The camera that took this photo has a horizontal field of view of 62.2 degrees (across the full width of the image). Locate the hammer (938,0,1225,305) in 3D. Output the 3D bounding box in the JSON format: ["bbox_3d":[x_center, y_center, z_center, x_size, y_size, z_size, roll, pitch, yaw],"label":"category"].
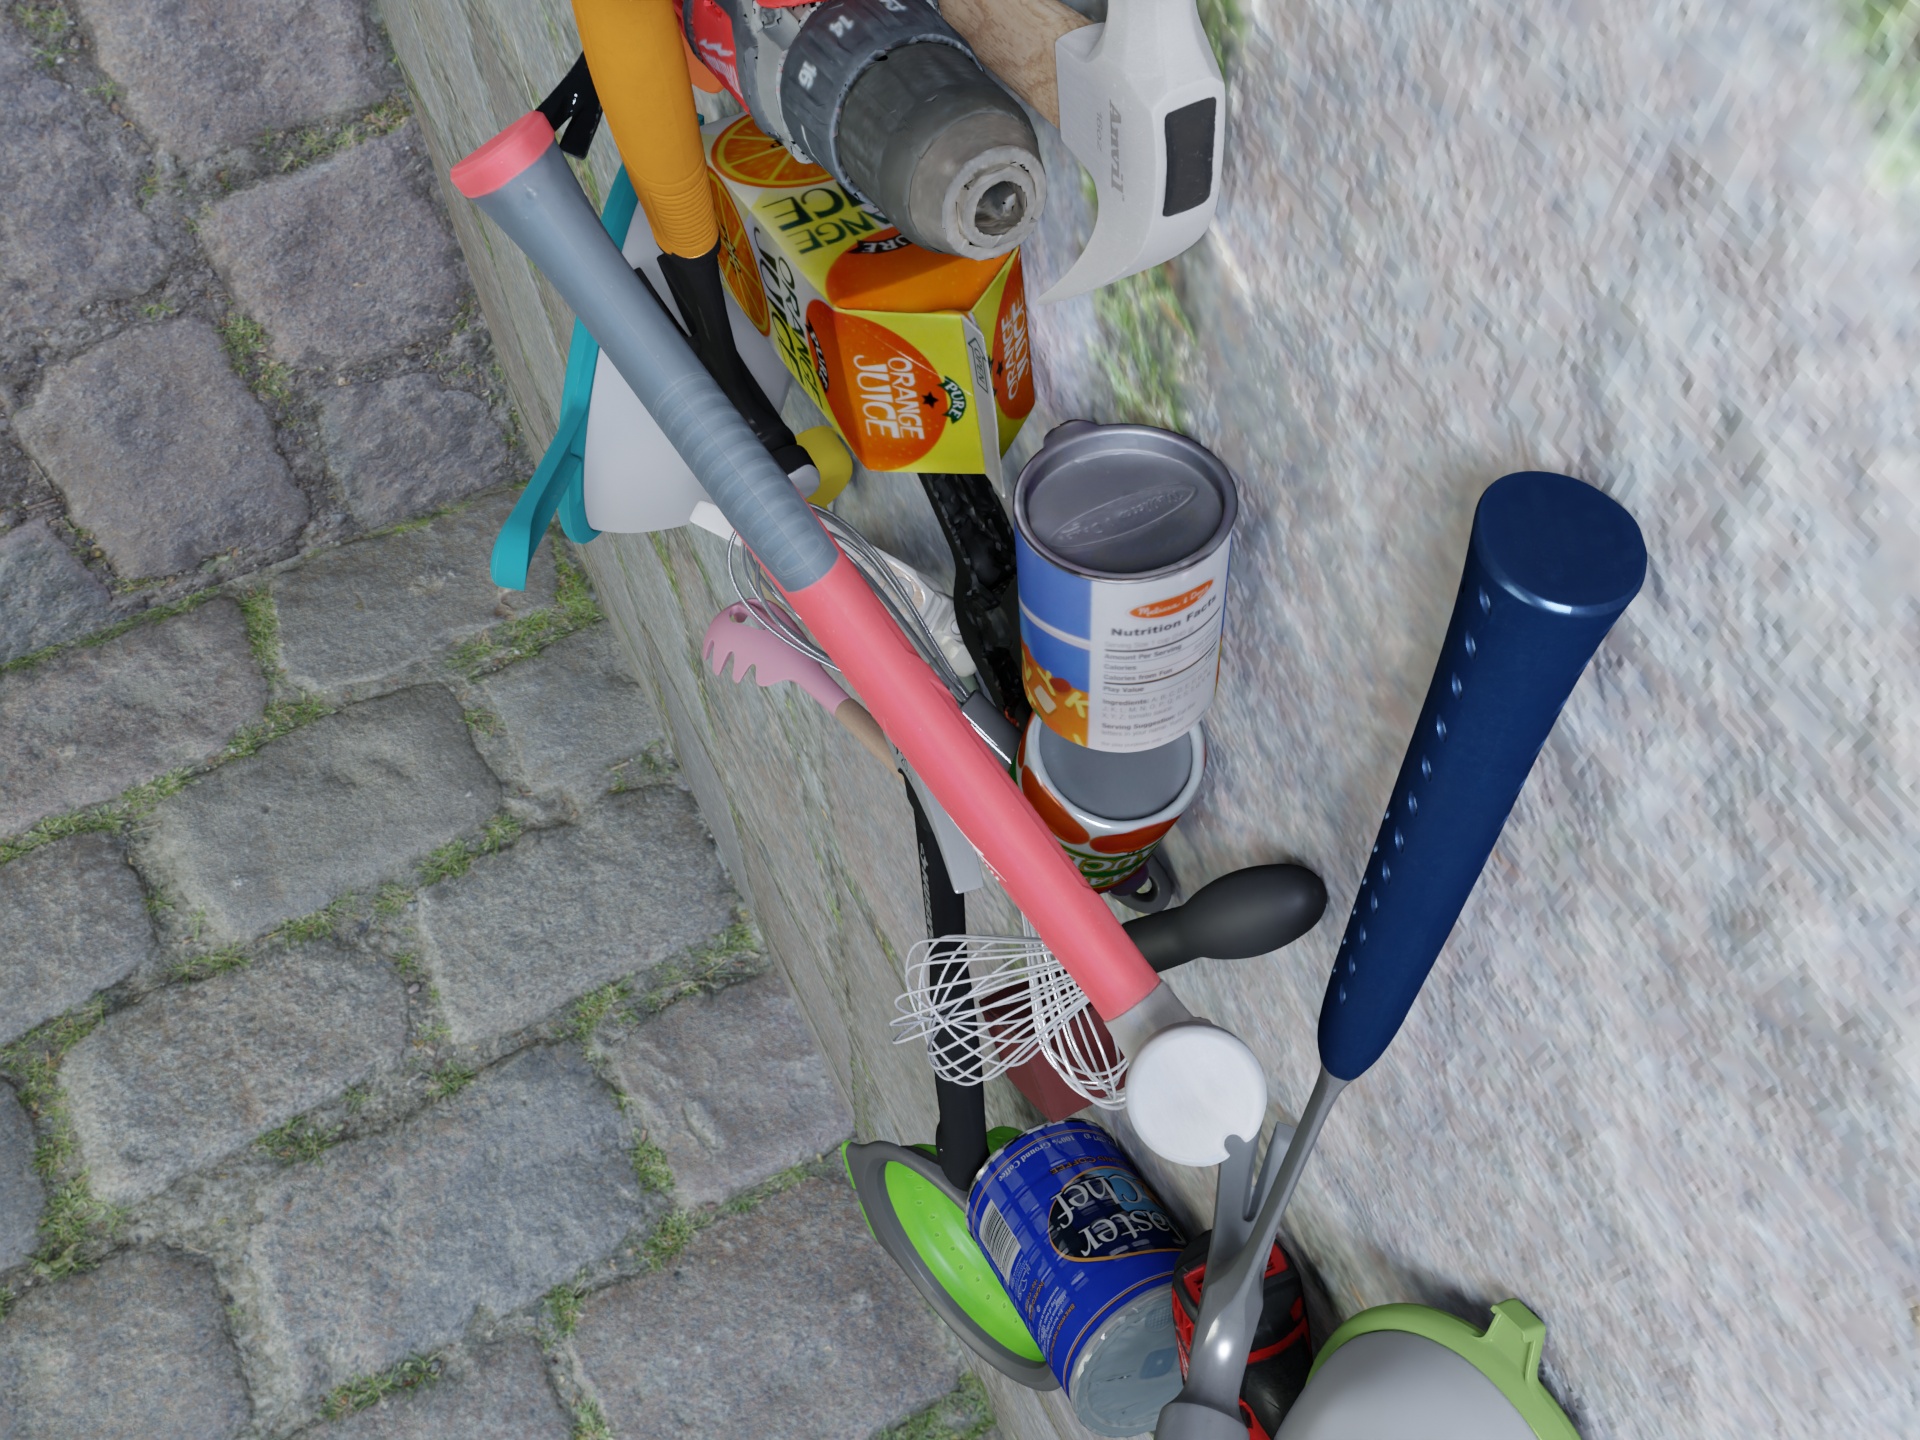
[{"bbox_3d":[-0.016,-0.239,0.502,0.332,0.031,0.129,54,161,41],"label":"hammer"}]

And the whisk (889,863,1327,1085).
[{"bbox_3d":[0.048,0.097,0.635,0.284,0.070,0.070,-33,80,55],"label":"whisk"}]

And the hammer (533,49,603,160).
[{"bbox_3d":[-0.112,-0.355,0.552,0.409,0.036,0.149,139,150,-70],"label":"hammer"}]

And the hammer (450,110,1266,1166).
[{"bbox_3d":[-0.036,-0.033,0.514,0.386,0.038,0.143,53,180,6],"label":"hammer"}]

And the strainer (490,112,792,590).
[{"bbox_3d":[-0.136,-0.148,0.762,0.341,0.095,0.210,-87,11,-55],"label":"strainer"}]

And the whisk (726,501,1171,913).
[{"bbox_3d":[-0.002,-0.001,0.660,0.239,0.055,0.055,43,167,-5],"label":"whisk"}]

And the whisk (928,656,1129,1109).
[{"bbox_3d":[0.035,0.079,0.805,0.058,0.059,0.246,-28,80,39],"label":"whisk"}]

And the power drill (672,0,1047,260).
[{"bbox_3d":[-0.041,-0.236,0.385,0.188,0.080,0.226,56,165,39],"label":"power drill"}]

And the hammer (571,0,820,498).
[{"bbox_3d":[-0.098,-0.180,0.532,0.127,0.034,0.336,58,172,10],"label":"hammer"}]

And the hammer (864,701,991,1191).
[{"bbox_3d":[-0.004,0.140,0.854,0.146,0.035,0.334,-122,22,-49],"label":"hammer"}]

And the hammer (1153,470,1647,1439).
[{"bbox_3d":[0.111,0.095,0.467,0.405,0.035,0.144,94,-166,-47],"label":"hammer"}]

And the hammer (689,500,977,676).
[{"bbox_3d":[-0.091,-0.084,0.896,0.146,0.038,0.411,28,178,-14],"label":"hammer"}]

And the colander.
[{"bbox_3d":[0.082,0.374,1.049,0.397,0.094,0.204,22,136,46],"label":"colander"}]

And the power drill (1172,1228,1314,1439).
[{"bbox_3d":[0.164,0.340,0.685,0.220,0.078,0.143,-125,18,-48],"label":"power drill"}]

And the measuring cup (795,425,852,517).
[{"bbox_3d":[-0.083,-0.122,0.921,0.029,0.062,0.156,53,174,12],"label":"measuring cup"}]

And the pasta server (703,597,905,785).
[{"bbox_3d":[-0.051,0.013,0.923,0.316,0.060,0.040,41,146,33],"label":"pasta server"}]

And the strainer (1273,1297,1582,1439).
[{"bbox_3d":[0.118,0.295,0.573,0.256,0.069,0.152,-34,61,55],"label":"strainer"}]

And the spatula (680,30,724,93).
[{"bbox_3d":[-0.068,-0.329,0.448,0.081,0.041,0.322,46,153,10],"label":"spatula"}]
